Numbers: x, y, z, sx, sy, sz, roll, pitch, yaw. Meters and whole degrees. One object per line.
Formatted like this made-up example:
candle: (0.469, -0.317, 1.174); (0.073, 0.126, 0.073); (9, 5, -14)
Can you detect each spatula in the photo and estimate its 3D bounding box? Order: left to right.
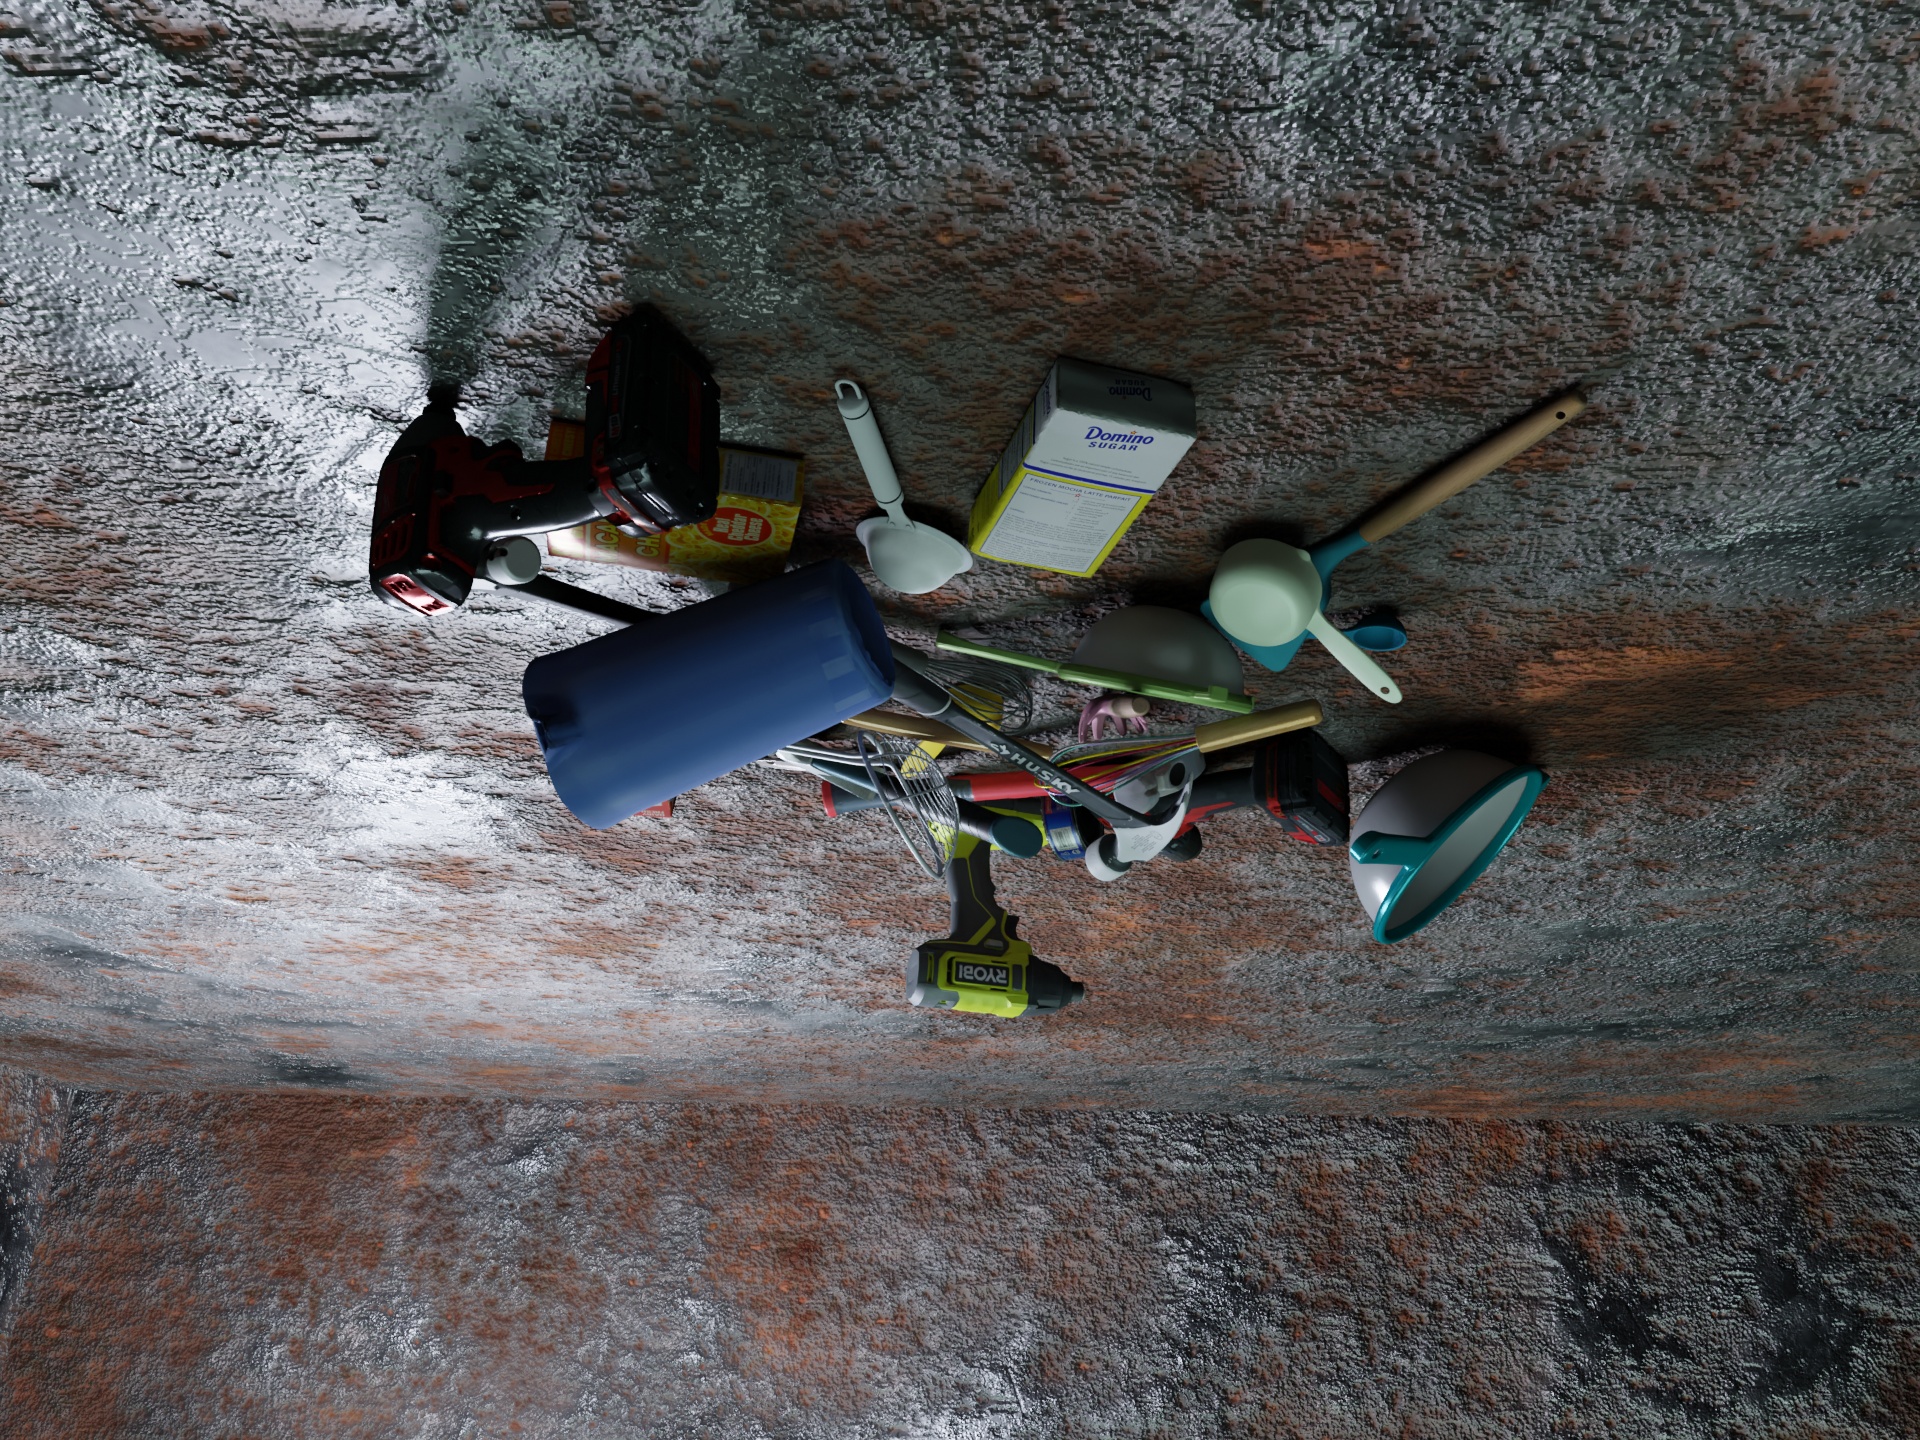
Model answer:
spatula: (0.290, -0.129, 1.071); (0.082, 0.044, 0.317); (38, 144, -11)

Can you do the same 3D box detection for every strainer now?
strainer: (-0.048, -0.146, 1.074); (0.087, 0.050, 0.258); (10, 155, 17)
strainer: (0.105, -0.062, 1.232); (0.256, 0.069, 0.151); (13, -178, 19)
strainer: (0.388, 0.092, 1.403); (0.340, 0.095, 0.211); (9, 121, -55)

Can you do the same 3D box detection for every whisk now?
whisk: (-0.035, -0.042, 1.293); (0.238, 0.055, 0.055); (22, 149, -29)
whisk: (0.173, 0.024, 1.290); (0.245, 0.051, 0.047); (-15, 169, 22)

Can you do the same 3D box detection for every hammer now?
hammer: (-0.244, -0.073, 1.216); (0.146, 0.035, 0.334); (-2, 166, 43)
hammer: (-0.053, 0.060, 1.359); (0.128, 0.033, 0.331); (28, 174, -40)
hammer: (-0.002, -0.004, 1.234); (0.408, 0.036, 0.149); (31, 143, -14)
hammer: (0.035, 0.057, 1.485); (0.386, 0.038, 0.143); (-5, -168, 34)

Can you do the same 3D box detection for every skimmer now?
skimmer: (-0.137, 0.047, 1.308); (0.363, 0.090, 0.127); (9, 143, 43)

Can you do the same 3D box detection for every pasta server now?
pasta server: (0.127, -0.003, 1.246); (0.060, 0.040, 0.316); (-10, 180, 1)

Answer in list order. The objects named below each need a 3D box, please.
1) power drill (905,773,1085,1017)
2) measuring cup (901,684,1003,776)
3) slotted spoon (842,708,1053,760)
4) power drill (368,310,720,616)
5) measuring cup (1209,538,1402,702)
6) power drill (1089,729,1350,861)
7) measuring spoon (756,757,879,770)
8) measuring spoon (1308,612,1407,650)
power drill: (0.039, 0.175, 1.551); (0.171, 0.223, 0.080); (9, 155, -14)
measuring cup: (-0.014, 0.020, 1.418); (0.062, 0.029, 0.156); (18, 141, -22)
slotted spoon: (-0.075, 0.000, 1.364); (0.314, 0.031, 0.070); (11, 156, 0)
power drill: (-0.257, -0.156, 0.959); (0.219, 0.143, 0.078); (-15, 150, 20)
measuring cup: (0.246, -0.058, 1.123); (0.167, 0.038, 0.083); (40, 139, -7)
power drill: (0.254, 0.085, 1.519); (0.227, 0.080, 0.187); (-10, 153, 31)
measuring spoon: (-0.136, 0.038, 1.523); (0.124, 0.018, 0.034); (4, 157, 13)
measuring spoon: (0.281, -0.076, 1.234); (0.128, 0.021, 0.042); (7, 158, 12)
